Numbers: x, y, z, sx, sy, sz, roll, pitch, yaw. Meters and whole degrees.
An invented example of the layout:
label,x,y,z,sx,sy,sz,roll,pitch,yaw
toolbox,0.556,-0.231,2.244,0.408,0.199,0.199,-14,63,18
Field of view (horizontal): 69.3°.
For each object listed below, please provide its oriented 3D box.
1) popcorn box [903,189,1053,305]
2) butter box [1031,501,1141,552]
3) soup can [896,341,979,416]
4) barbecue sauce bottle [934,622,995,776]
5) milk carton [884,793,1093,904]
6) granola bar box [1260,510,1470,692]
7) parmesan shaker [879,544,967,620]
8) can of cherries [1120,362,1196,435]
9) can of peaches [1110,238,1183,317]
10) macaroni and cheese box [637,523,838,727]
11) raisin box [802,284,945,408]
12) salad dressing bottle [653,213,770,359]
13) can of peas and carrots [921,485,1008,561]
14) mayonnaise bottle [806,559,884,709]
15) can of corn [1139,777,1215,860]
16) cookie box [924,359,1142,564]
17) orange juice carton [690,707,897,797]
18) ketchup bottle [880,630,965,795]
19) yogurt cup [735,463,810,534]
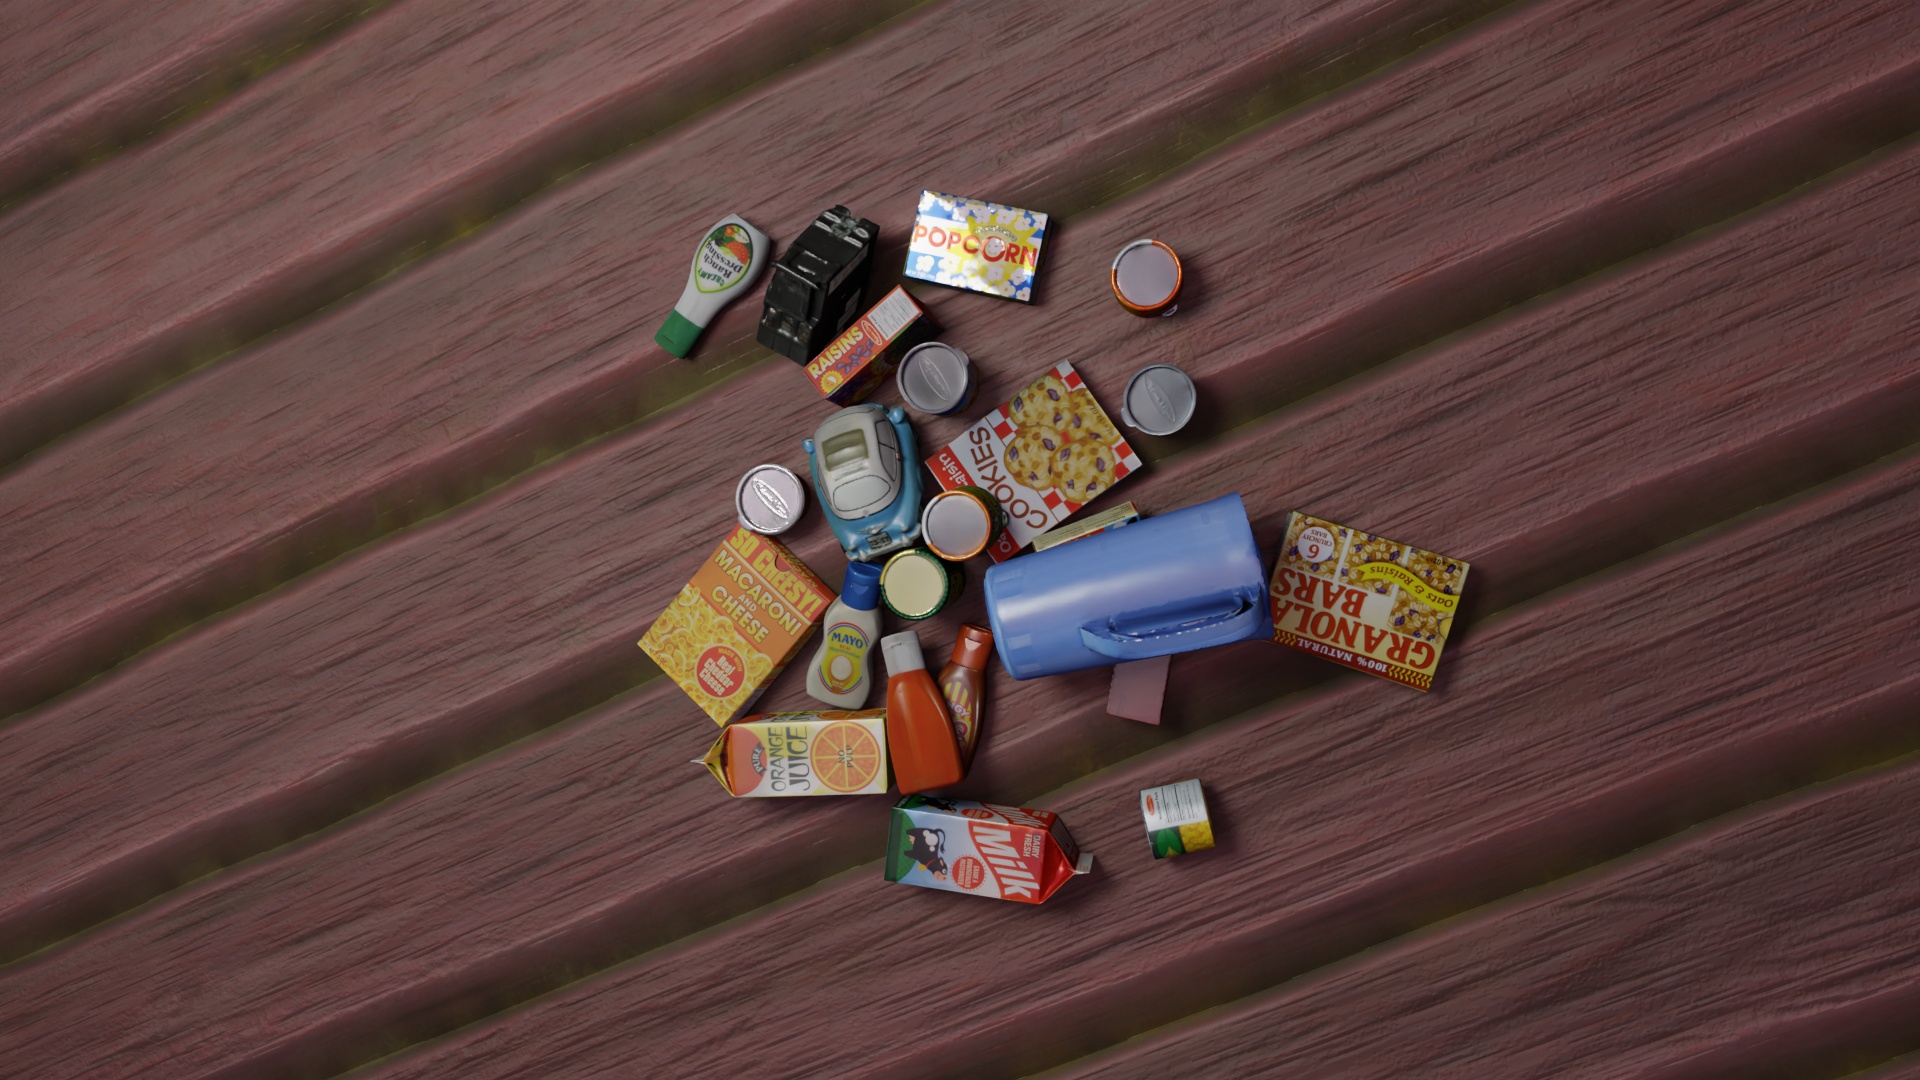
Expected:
label,x,y,z,sx,sy,sz,roll,pitch,yaw
popcorn box,0.016,-0.278,1.320,0.127,0.038,0.085,13,94,8
butter box,0.122,0.006,1.302,0.103,0.024,0.053,-21,125,1
soup can,-0.017,-0.152,1.307,0.071,0.084,0.071,0,93,9
barbecue sauce bottle,-0.003,0.154,1.336,0.065,0.044,0.148,18,94,11
milk carton,0.030,0.294,1.322,0.191,0.072,0.073,7,93,9
granola bar box,0.366,0.054,1.276,0.166,0.039,0.124,17,95,8
parmesan shaker,-0.036,0.041,1.307,0.071,0.103,0.071,0,93,9
can of cherries,0.183,-0.129,1.289,0.071,0.058,0.071,1,93,9
can of peaches,0.175,-0.241,1.286,0.071,0.058,0.071,0,92,9
macaroni and cheese box,-0.218,0.081,1.364,0.124,0.040,0.166,42,98,11
raisin box,-0.081,-0.180,1.315,0.123,0.086,0.040,-40,80,8
salad dressing bottle,-0.245,-0.247,1.360,0.064,0.044,0.147,36,97,5
can of peas and carrots,0.005,-0.016,1.279,0.071,0.059,0.071,1,96,12
mayonnaise bottle,-0.105,0.089,1.327,0.065,0.041,0.147,16,116,3
can of corn,0.203,0.261,1.298,0.058,0.071,0.071,-14,90,9
cookie box,0.069,-0.073,1.319,0.167,0.040,0.123,-35,87,8
orange juice carton,-0.159,0.206,1.349,0.193,0.072,0.073,-3,91,9
ketchup bottle,-0.041,0.160,1.303,0.064,0.043,0.149,-16,80,12
yogurt cup,-0.179,-0.041,1.352,0.072,0.054,0.072,0,92,9
